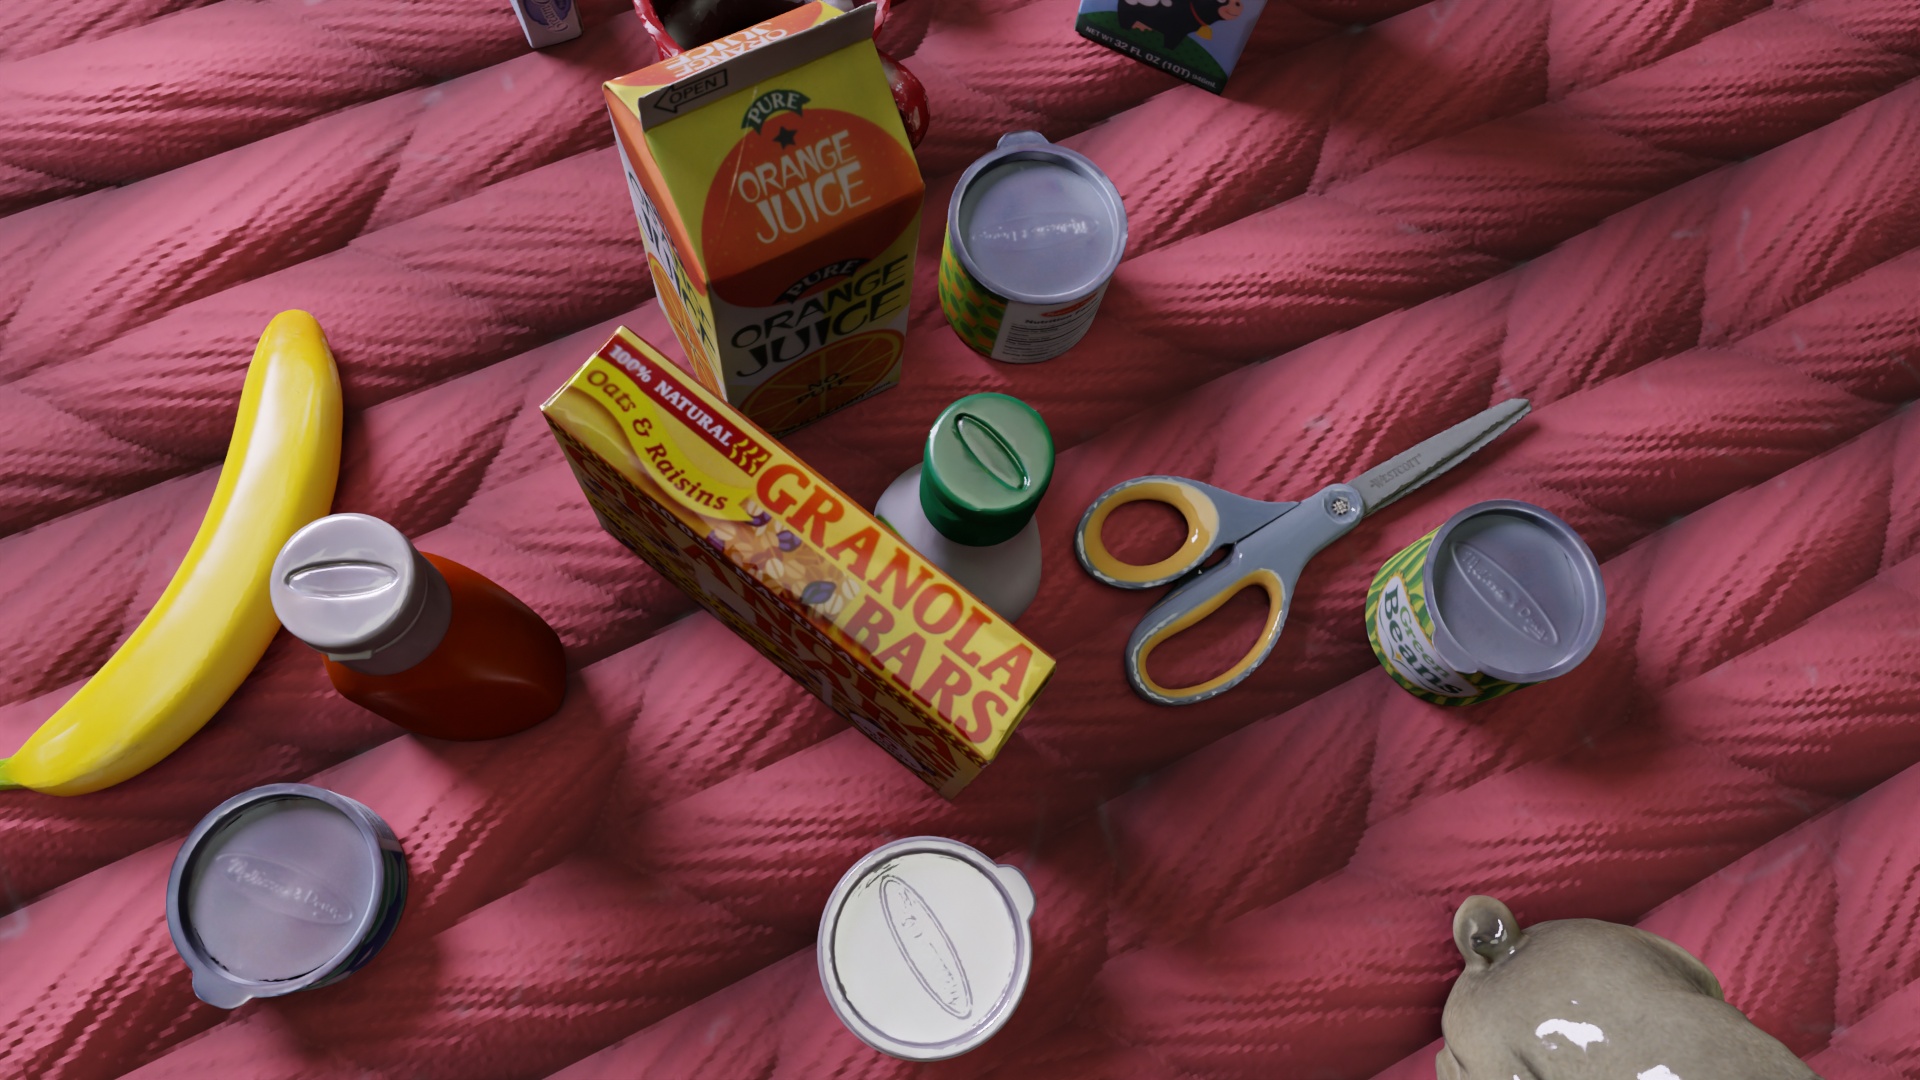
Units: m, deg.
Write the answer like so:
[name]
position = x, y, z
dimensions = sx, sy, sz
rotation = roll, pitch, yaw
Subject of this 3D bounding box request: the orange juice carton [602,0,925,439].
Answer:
[orange juice carton]
position = -0.061, -0.102, 0.451
dimensions = 0.072, 0.192, 0.073
rotation = -26, 78, -12

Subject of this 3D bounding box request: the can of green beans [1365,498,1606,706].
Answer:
[can of green beans]
position = 0.190, 0.025, 0.510
dimensions = 0.071, 0.057, 0.071
rotation = 2, 74, -5

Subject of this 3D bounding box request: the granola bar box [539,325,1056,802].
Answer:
[granola bar box]
position = -0.052, 0.014, 0.454
dimensions = 0.165, 0.124, 0.039
rotation = 38, 74, 6

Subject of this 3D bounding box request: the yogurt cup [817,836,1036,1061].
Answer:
[yogurt cup]
position = -0.013, 0.134, 0.459
dimensions = 0.072, 0.053, 0.072
rotation = 2, 74, -5

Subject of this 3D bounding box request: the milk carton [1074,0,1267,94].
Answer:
[milk carton]
position = 0.104, -0.260, 0.516
dimensions = 0.072, 0.190, 0.073
rotation = 24, 73, 1

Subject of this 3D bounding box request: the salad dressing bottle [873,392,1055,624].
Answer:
[salad dressing bottle]
position = 0.002, -0.006, 0.453
dimensions = 0.044, 0.147, 0.064
rotation = -40, 81, -14

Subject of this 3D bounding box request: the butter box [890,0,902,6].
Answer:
[butter box]
position = -0.047, -0.279, 0.578
dimensions = 0.024, 0.053, 0.103
rotation = -30, 79, -13

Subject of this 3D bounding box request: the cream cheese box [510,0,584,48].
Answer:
[cream cheese box]
position = -0.184, -0.256, 0.557
dimensions = 0.024, 0.053, 0.104
rotation = -24, 78, -12

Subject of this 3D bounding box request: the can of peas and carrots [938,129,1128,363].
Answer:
[can of peas and carrots]
position = 0.025, -0.111, 0.532
dimensions = 0.071, 0.058, 0.071
rotation = 2, 74, -5

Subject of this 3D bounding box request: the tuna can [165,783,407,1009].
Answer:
[tuna can]
position = -0.220, 0.117, 0.454
dimensions = 0.071, 0.032, 0.071
rotation = 2, 74, -5

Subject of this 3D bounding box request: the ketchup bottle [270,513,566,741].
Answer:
[ketchup bottle]
position = -0.164, 0.031, 0.425
dimensions = 0.065, 0.148, 0.043
rotation = -3, 75, -7
